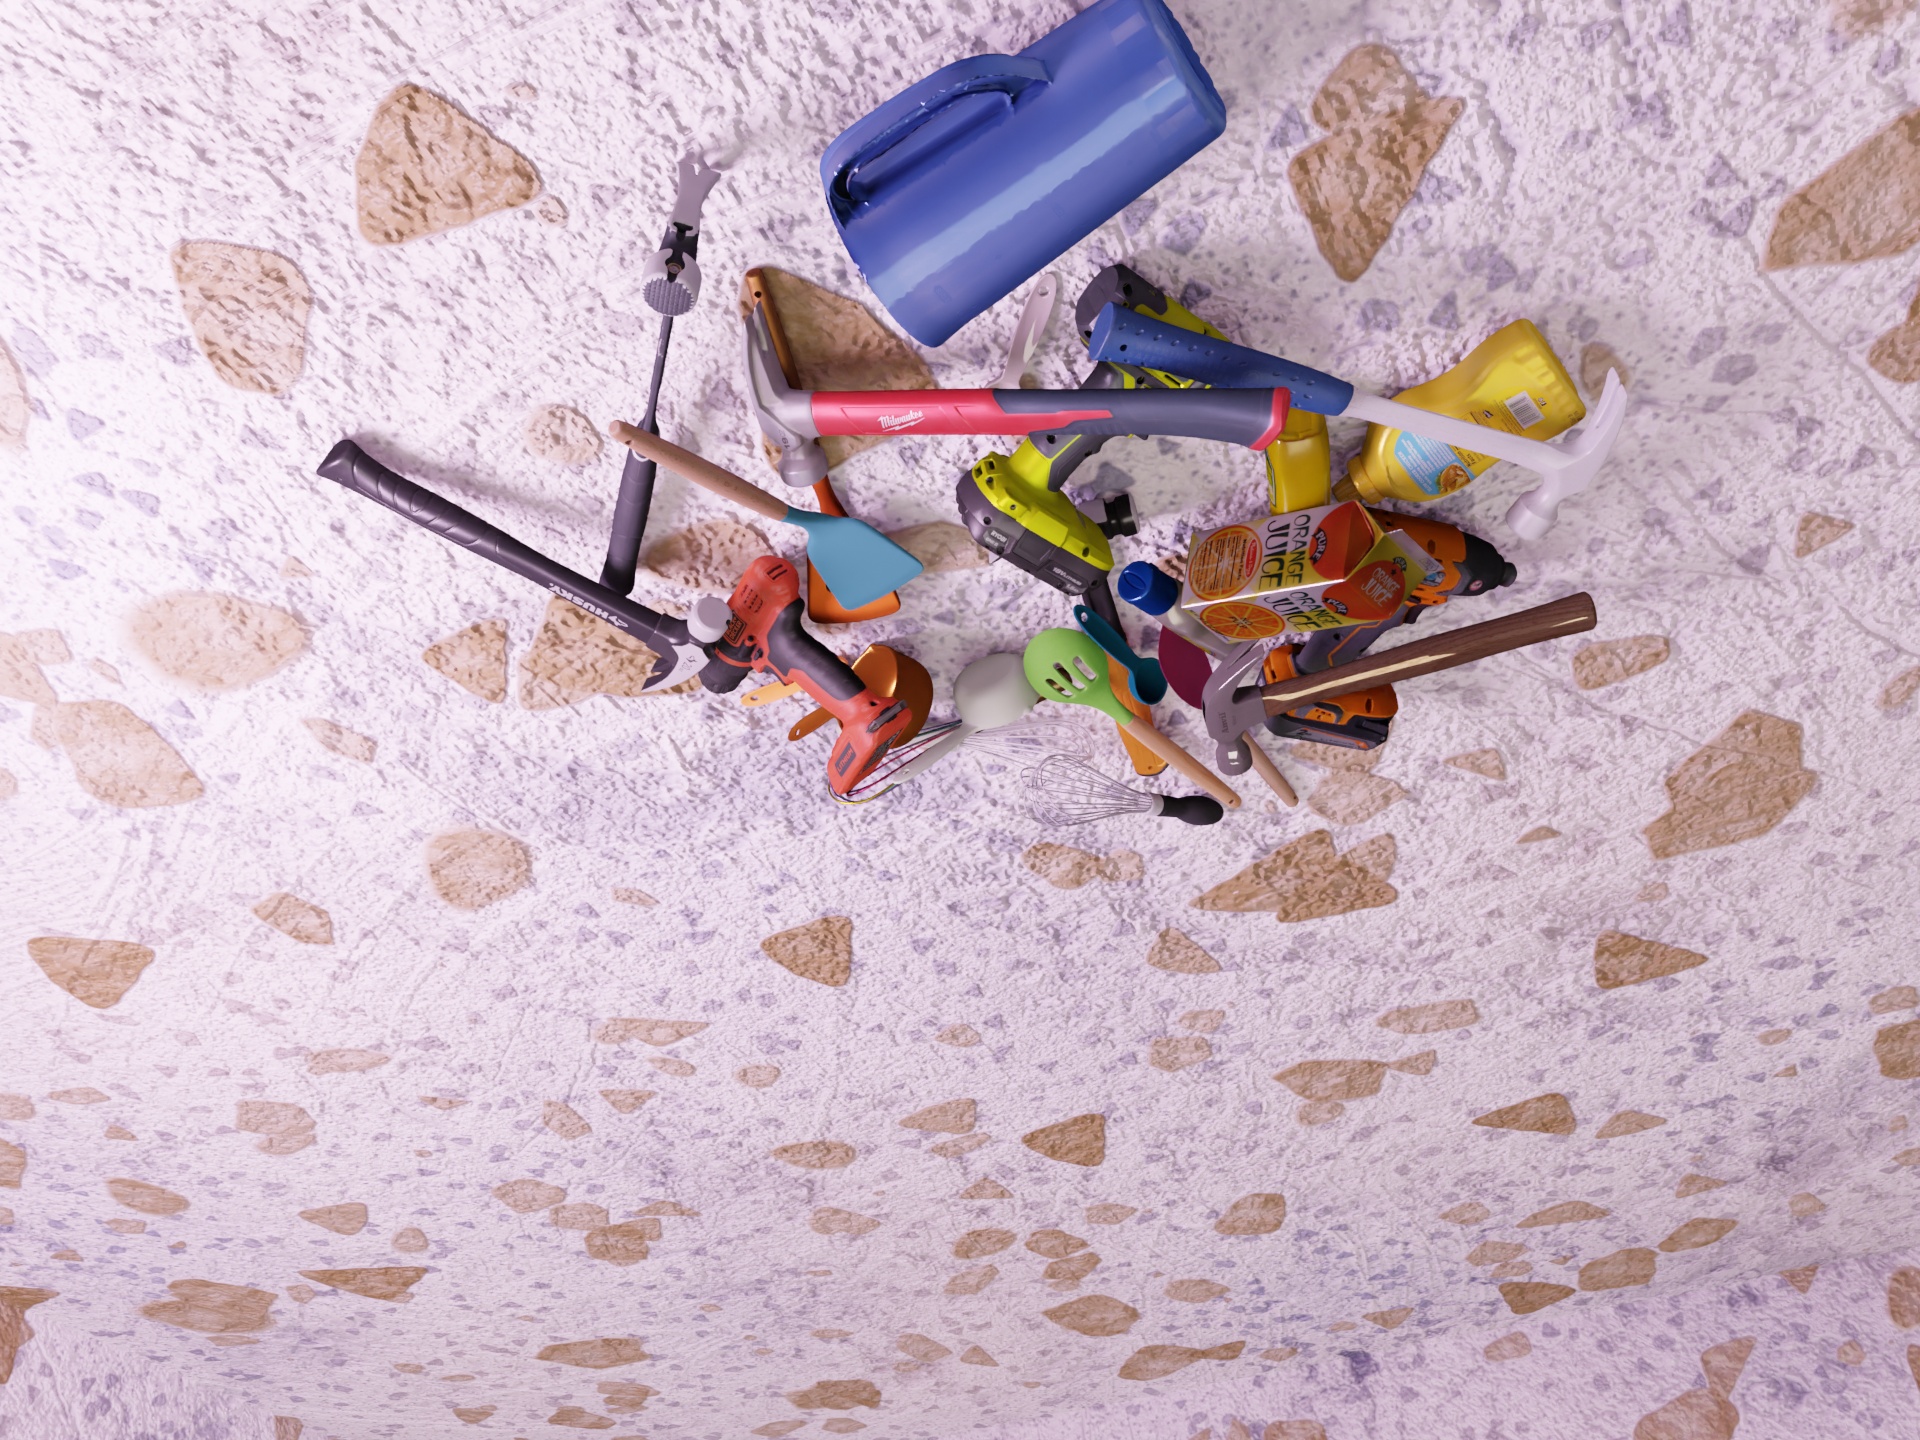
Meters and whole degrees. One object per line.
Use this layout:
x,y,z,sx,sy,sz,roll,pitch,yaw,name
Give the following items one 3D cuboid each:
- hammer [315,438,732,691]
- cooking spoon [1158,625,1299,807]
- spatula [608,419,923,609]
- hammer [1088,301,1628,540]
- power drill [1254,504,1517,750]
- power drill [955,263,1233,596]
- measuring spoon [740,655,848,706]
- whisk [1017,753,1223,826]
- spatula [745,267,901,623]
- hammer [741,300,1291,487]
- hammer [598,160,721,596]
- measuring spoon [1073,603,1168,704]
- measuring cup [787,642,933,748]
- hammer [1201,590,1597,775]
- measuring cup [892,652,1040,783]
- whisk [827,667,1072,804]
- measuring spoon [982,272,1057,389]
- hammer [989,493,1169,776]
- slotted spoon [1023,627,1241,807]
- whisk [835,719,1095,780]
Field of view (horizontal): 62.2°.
-0.352,-0.126,1.269,0.334,0.035,0.146,28,149,-13,hammer
0.254,0.005,1.491,0.017,0.069,0.318,-7,147,33,cooking spoon
-0.147,-0.157,1.195,0.082,0.044,0.317,-26,156,25,spatula
0.289,-0.233,1.146,0.405,0.035,0.144,12,136,-16,hammer
0.367,-0.079,1.380,0.164,0.084,0.226,9,133,-14,power drill
0.116,-0.210,1.204,0.171,0.080,0.223,27,118,-27,power drill
-0.152,-0.036,1.452,0.117,0.011,0.021,-20,135,23,measuring spoon
0.159,0.078,1.516,0.284,0.070,0.070,10,140,-43,whisk
-0.117,-0.205,1.241,0.081,0.041,0.322,-7,137,9,spatula
0.034,-0.229,1.112,0.386,0.038,0.143,3,135,19,hammer
-0.230,-0.225,1.173,0.036,0.149,0.408,12,145,-12,hammer
0.133,-0.059,1.381,0.128,0.042,0.021,41,156,-30,measuring spoon
-0.090,-0.005,1.446,0.052,0.095,0.173,22,148,-33,measuring cup
0.365,-0.049,1.335,0.331,0.031,0.129,-16,130,7,hammer
-0.002,-0.004,1.398,0.167,0.083,0.038,-38,123,-25,measuring cup
-0.009,0.016,1.451,0.245,0.047,0.051,-26,113,1,whisk
0.045,-0.281,1.189,0.034,0.018,0.124,11,130,-17,measuring spoon
0.129,-0.060,1.420,0.127,0.034,0.336,-14,137,11,hammer
0.169,0.009,1.455,0.070,0.031,0.313,-39,130,19,slotted spoon
0.005,0.019,1.495,0.246,0.058,0.059,6,103,-4,whisk
